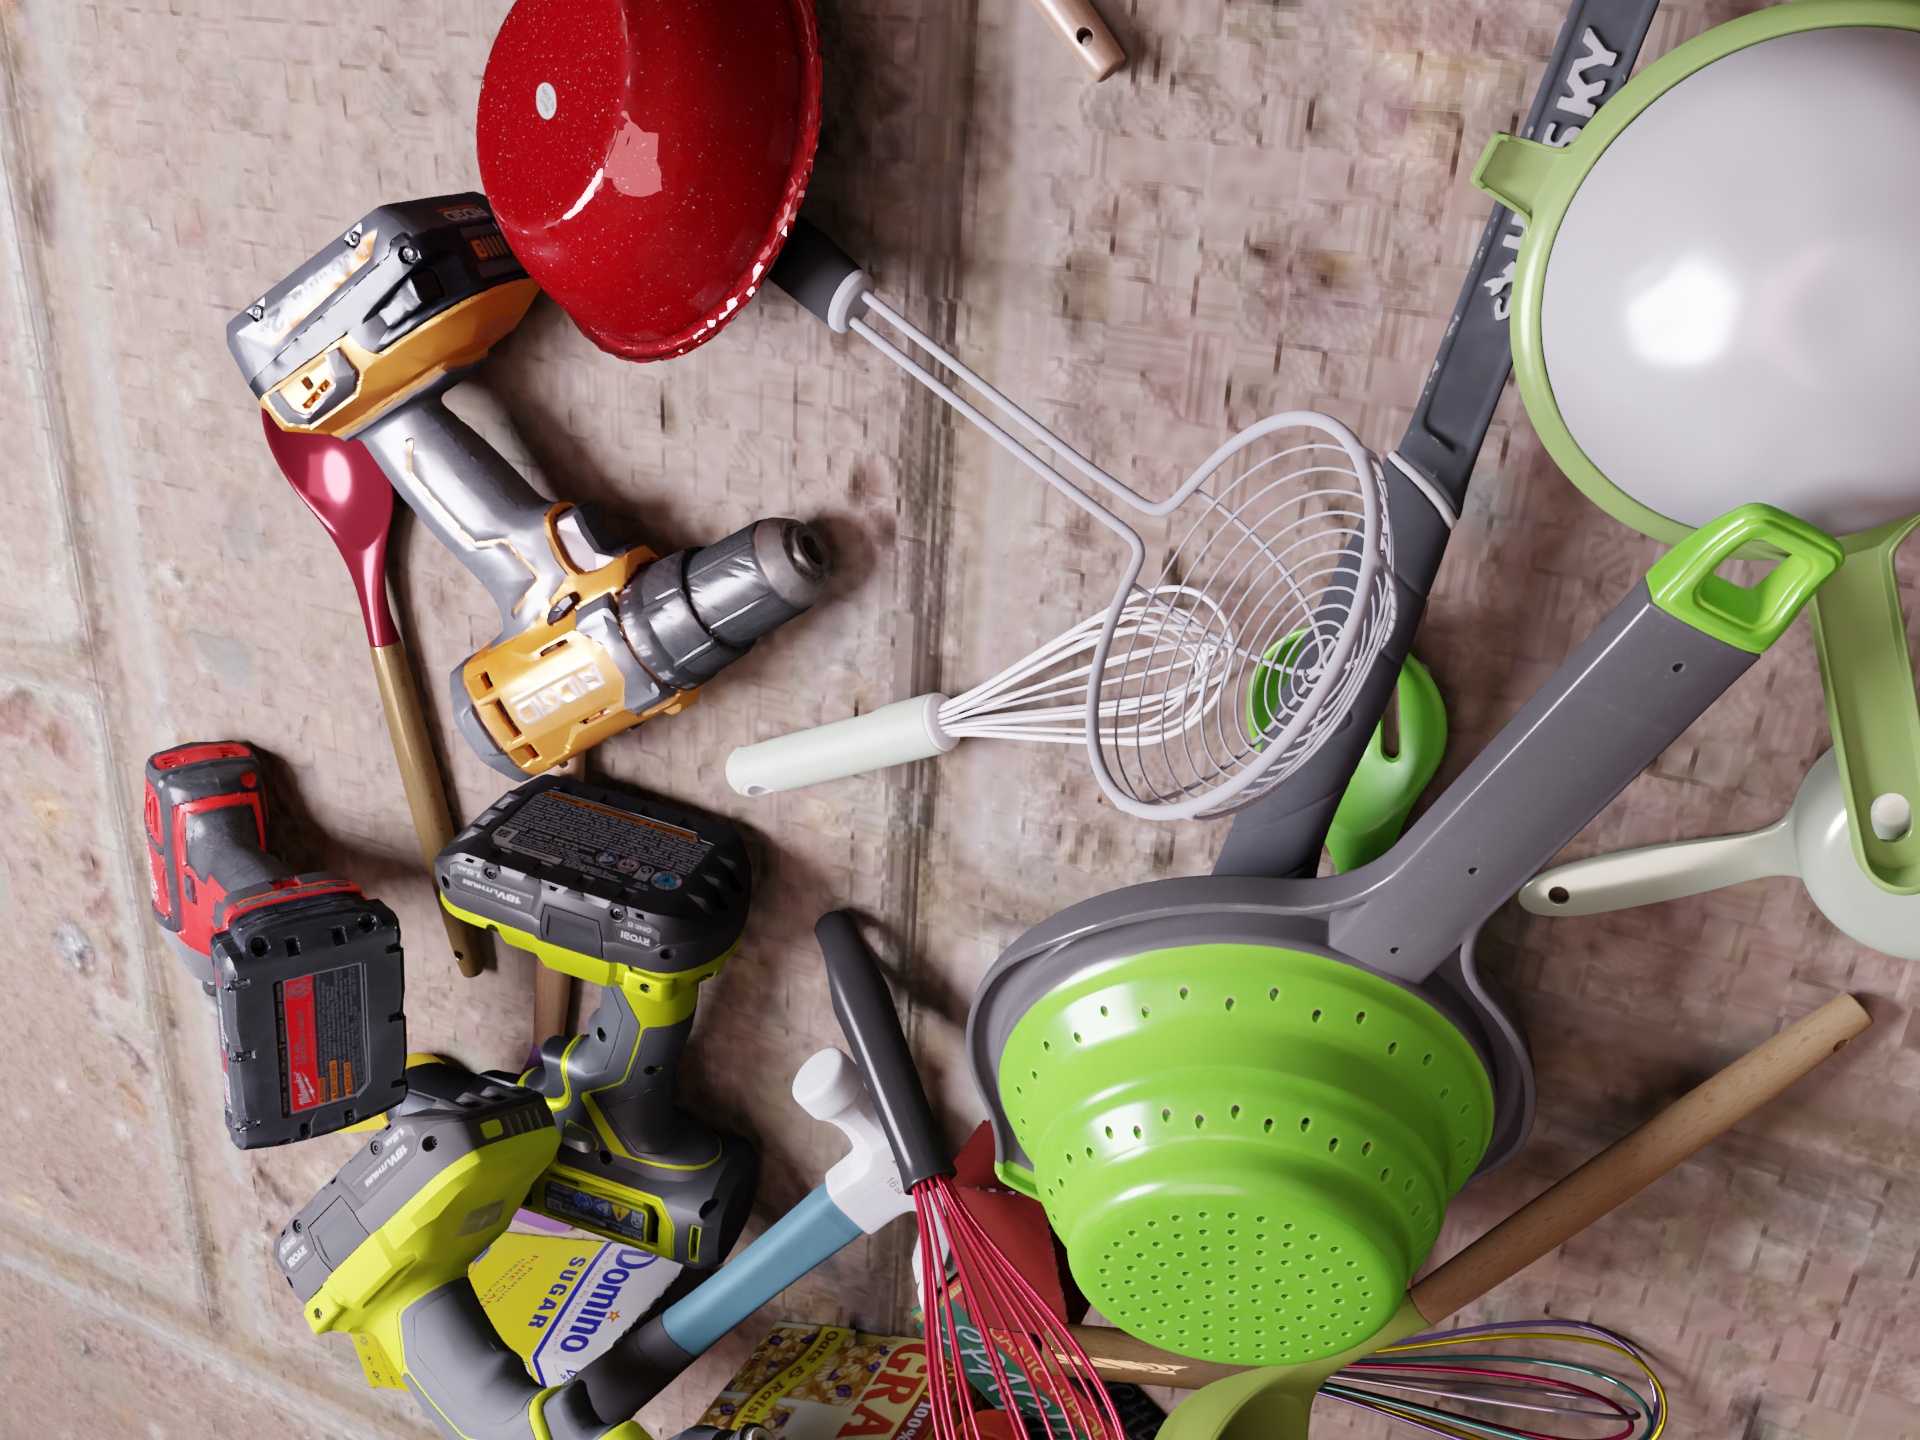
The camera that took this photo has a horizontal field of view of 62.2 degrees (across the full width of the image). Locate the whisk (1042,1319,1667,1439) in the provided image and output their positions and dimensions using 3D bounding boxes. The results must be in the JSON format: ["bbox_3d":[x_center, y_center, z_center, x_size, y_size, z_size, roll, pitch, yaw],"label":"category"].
[{"bbox_3d":[0.154,0.269,0.642,0.245,0.051,0.047,0,120,14],"label":"whisk"}]

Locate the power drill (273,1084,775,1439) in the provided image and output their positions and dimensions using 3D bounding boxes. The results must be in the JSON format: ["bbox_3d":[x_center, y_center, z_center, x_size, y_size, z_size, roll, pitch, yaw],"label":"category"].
[{"bbox_3d":[-0.182,0.276,0.675,0.171,0.080,0.223,-44,71,19],"label":"power drill"}]

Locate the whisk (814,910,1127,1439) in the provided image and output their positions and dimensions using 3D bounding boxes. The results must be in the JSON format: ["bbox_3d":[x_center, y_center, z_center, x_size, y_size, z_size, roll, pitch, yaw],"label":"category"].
[{"bbox_3d":[-0.005,0.205,0.645,0.073,0.073,0.296,-45,55,33],"label":"whisk"}]

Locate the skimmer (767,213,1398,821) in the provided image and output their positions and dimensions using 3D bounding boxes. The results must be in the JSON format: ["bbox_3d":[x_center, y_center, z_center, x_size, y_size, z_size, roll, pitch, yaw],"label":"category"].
[{"bbox_3d":[-0.012,-0.111,0.516,0.363,0.090,0.127,42,112,23],"label":"skimmer"}]

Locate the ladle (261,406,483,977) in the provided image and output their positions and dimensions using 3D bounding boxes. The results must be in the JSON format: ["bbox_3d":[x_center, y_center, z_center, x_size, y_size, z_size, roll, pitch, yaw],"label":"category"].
[{"bbox_3d":[-0.274,-0.013,0.775,0.069,0.031,0.315,4,114,28],"label":"ladle"}]

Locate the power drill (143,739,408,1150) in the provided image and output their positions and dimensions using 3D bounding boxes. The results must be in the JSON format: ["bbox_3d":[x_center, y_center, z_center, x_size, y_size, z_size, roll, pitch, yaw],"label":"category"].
[{"bbox_3d":[-0.353,0.111,0.796,0.220,0.078,0.143,30,122,46],"label":"power drill"}]

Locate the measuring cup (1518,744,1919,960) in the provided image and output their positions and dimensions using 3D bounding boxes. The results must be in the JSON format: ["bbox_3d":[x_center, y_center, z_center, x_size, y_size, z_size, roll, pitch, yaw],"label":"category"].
[{"bbox_3d":[0.267,0.050,0.521,0.167,0.038,0.083,-16,103,29],"label":"measuring cup"}]

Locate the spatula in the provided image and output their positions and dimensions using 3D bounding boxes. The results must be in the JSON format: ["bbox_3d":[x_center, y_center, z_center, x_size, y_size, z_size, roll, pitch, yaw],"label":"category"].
[{"bbox_3d":[-0.206,0.143,0.810,0.060,0.018,0.315,14,117,7],"label":"spatula"}]

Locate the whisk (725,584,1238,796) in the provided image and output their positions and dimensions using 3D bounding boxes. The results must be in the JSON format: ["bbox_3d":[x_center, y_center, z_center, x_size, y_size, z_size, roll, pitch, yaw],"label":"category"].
[{"bbox_3d":[-0.001,-0.002,0.636,0.246,0.057,0.059,-14,69,33],"label":"whisk"}]

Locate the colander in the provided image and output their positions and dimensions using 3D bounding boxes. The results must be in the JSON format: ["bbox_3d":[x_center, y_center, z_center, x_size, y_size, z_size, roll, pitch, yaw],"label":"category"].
[{"bbox_3d":[0.128,0.102,0.501,0.204,0.095,0.397,24,130,-8],"label":"colander"}]

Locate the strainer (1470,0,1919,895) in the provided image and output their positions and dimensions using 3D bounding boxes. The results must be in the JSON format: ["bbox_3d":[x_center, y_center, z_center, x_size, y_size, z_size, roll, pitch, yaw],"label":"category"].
[{"bbox_3d":[0.240,-0.059,0.425,0.151,0.069,0.256,-13,106,19],"label":"strainer"}]

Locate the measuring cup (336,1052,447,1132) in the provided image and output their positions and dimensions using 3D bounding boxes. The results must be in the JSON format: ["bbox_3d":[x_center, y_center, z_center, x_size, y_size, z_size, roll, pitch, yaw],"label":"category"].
[{"bbox_3d":[-0.329,0.217,0.904,0.156,0.029,0.062,-13,104,42],"label":"measuring cup"}]

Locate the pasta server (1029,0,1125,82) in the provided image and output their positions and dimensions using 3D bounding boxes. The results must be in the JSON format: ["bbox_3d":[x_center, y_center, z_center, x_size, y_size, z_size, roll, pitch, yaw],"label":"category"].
[{"bbox_3d":[-0.047,-0.341,0.519,0.060,0.040,0.316,-36,93,22],"label":"pasta server"}]

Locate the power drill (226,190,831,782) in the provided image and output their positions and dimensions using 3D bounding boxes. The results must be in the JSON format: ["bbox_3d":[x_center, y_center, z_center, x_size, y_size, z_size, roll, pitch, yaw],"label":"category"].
[{"bbox_3d":[-0.173,-0.101,0.658,0.185,0.084,0.226,-24,103,26],"label":"power drill"}]

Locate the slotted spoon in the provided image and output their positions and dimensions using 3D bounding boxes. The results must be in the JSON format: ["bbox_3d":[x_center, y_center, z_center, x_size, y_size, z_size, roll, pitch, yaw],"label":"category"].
[{"bbox_3d":[0.156,0.107,0.609,0.070,0.031,0.313,-1,112,23],"label":"slotted spoon"}]

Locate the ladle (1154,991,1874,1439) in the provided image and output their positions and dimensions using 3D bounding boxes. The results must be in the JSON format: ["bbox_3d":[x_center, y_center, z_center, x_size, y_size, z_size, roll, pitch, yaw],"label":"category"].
[{"bbox_3d":[0.193,0.207,0.570,0.320,0.078,0.062,-41,44,15],"label":"ladle"}]

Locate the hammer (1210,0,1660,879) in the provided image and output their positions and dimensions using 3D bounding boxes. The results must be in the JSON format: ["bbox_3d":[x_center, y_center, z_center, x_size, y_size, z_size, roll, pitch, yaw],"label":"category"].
[{"bbox_3d":[0.146,-0.092,0.493,0.149,0.036,0.408,19,114,6],"label":"hammer"}]

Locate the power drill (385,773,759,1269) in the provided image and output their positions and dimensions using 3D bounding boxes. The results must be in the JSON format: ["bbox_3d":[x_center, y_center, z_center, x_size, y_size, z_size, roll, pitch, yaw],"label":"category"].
[{"bbox_3d":[-0.187,0.146,0.755,0.190,0.080,0.228,16,120,11],"label":"power drill"}]

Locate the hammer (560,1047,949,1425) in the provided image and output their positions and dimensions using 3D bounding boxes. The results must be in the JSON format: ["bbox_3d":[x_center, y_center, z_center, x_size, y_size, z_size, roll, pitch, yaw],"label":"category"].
[{"bbox_3d":[-0.141,0.293,0.742,0.331,0.033,0.128,-39,113,6],"label":"hammer"}]
